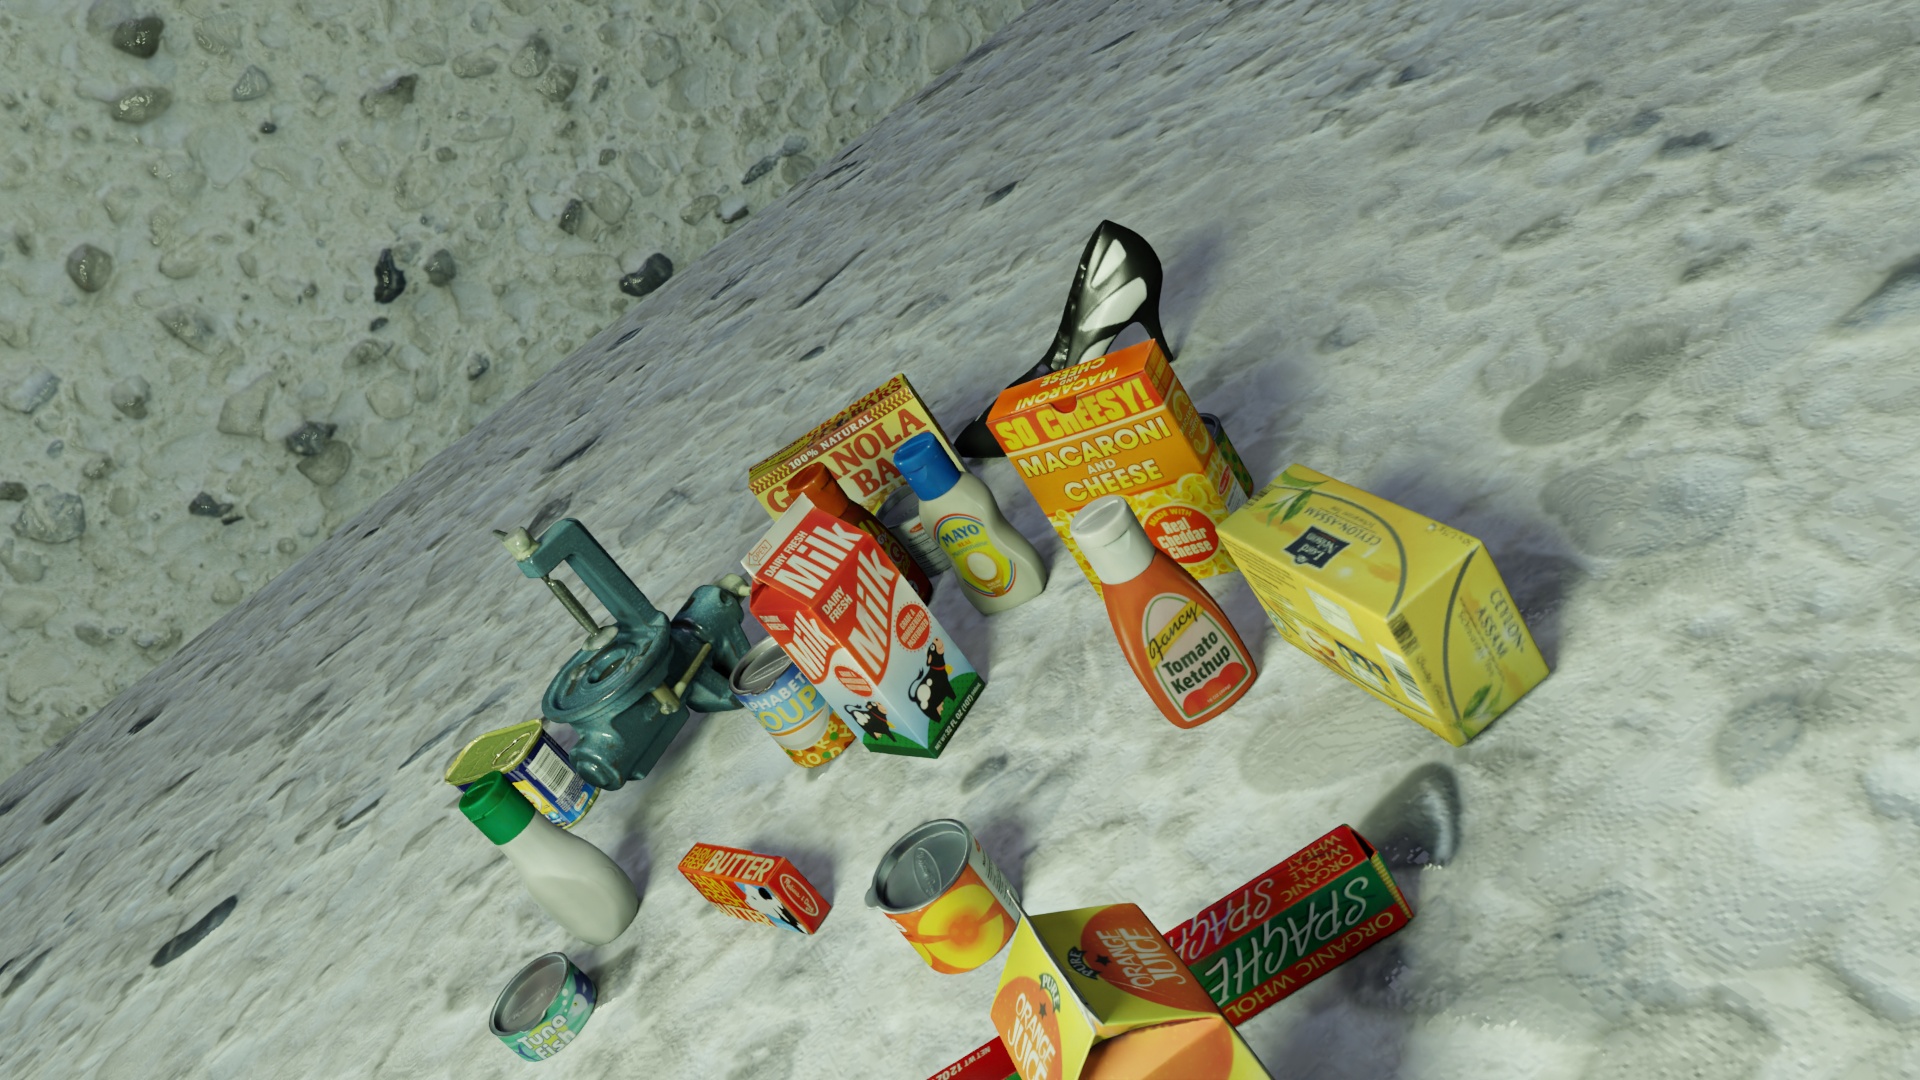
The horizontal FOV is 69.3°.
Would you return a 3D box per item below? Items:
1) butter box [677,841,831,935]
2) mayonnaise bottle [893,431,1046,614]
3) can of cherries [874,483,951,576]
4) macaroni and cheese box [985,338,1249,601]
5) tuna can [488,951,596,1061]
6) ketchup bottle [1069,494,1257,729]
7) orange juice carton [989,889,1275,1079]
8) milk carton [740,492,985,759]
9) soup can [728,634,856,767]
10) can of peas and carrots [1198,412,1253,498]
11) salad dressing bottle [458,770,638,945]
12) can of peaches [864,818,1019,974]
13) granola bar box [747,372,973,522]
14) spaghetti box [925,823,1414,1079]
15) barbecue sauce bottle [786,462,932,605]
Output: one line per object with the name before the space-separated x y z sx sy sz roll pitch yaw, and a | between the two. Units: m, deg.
butter box | -0.135 0.225 0.902 0.103 0.053 0.024 -5 39 46
mayonnaise bottle | 0.004 -0.013 1.030 0.064 0.147 0.041 -22 29 26
can of cherries | -0.030 -0.012 1.171 0.071 0.058 0.072 -28 27 15
macaroni and cheese box | 0.112 -0.042 0.928 0.123 0.166 0.040 -16 32 34
tuna can | -0.282 0.318 0.942 0.071 0.032 0.071 -28 27 15
ketchup bottle | 0.114 0.040 0.809 0.065 0.148 0.043 -36 26 -2
orange juice carton | 0.077 0.208 0.518 0.073 0.192 0.072 -37 26 -3
milk carton | -0.073 0.060 0.949 0.073 0.190 0.073 -5 39 47
soup can | -0.121 0.119 1.028 0.071 0.083 0.072 -28 27 15
can of peas and carrots | 0.168 -0.047 0.995 0.071 0.058 0.071 -28 27 15
salad dressing bottle | -0.290 0.224 0.979 0.064 0.147 0.044 -23 28 24
can of peaches | -0.010 0.202 0.785 0.071 0.058 0.071 -28 27 15
granola bar box | -0.085 -0.053 1.231 0.165 0.124 0.039 -31 26 8
spaghetti box | 0.092 0.218 0.648 0.250 0.050 0.029 -33 26 4
barbecue sauce bottle | -0.082 0.005 1.101 0.043 0.148 0.065 -11 35 41
